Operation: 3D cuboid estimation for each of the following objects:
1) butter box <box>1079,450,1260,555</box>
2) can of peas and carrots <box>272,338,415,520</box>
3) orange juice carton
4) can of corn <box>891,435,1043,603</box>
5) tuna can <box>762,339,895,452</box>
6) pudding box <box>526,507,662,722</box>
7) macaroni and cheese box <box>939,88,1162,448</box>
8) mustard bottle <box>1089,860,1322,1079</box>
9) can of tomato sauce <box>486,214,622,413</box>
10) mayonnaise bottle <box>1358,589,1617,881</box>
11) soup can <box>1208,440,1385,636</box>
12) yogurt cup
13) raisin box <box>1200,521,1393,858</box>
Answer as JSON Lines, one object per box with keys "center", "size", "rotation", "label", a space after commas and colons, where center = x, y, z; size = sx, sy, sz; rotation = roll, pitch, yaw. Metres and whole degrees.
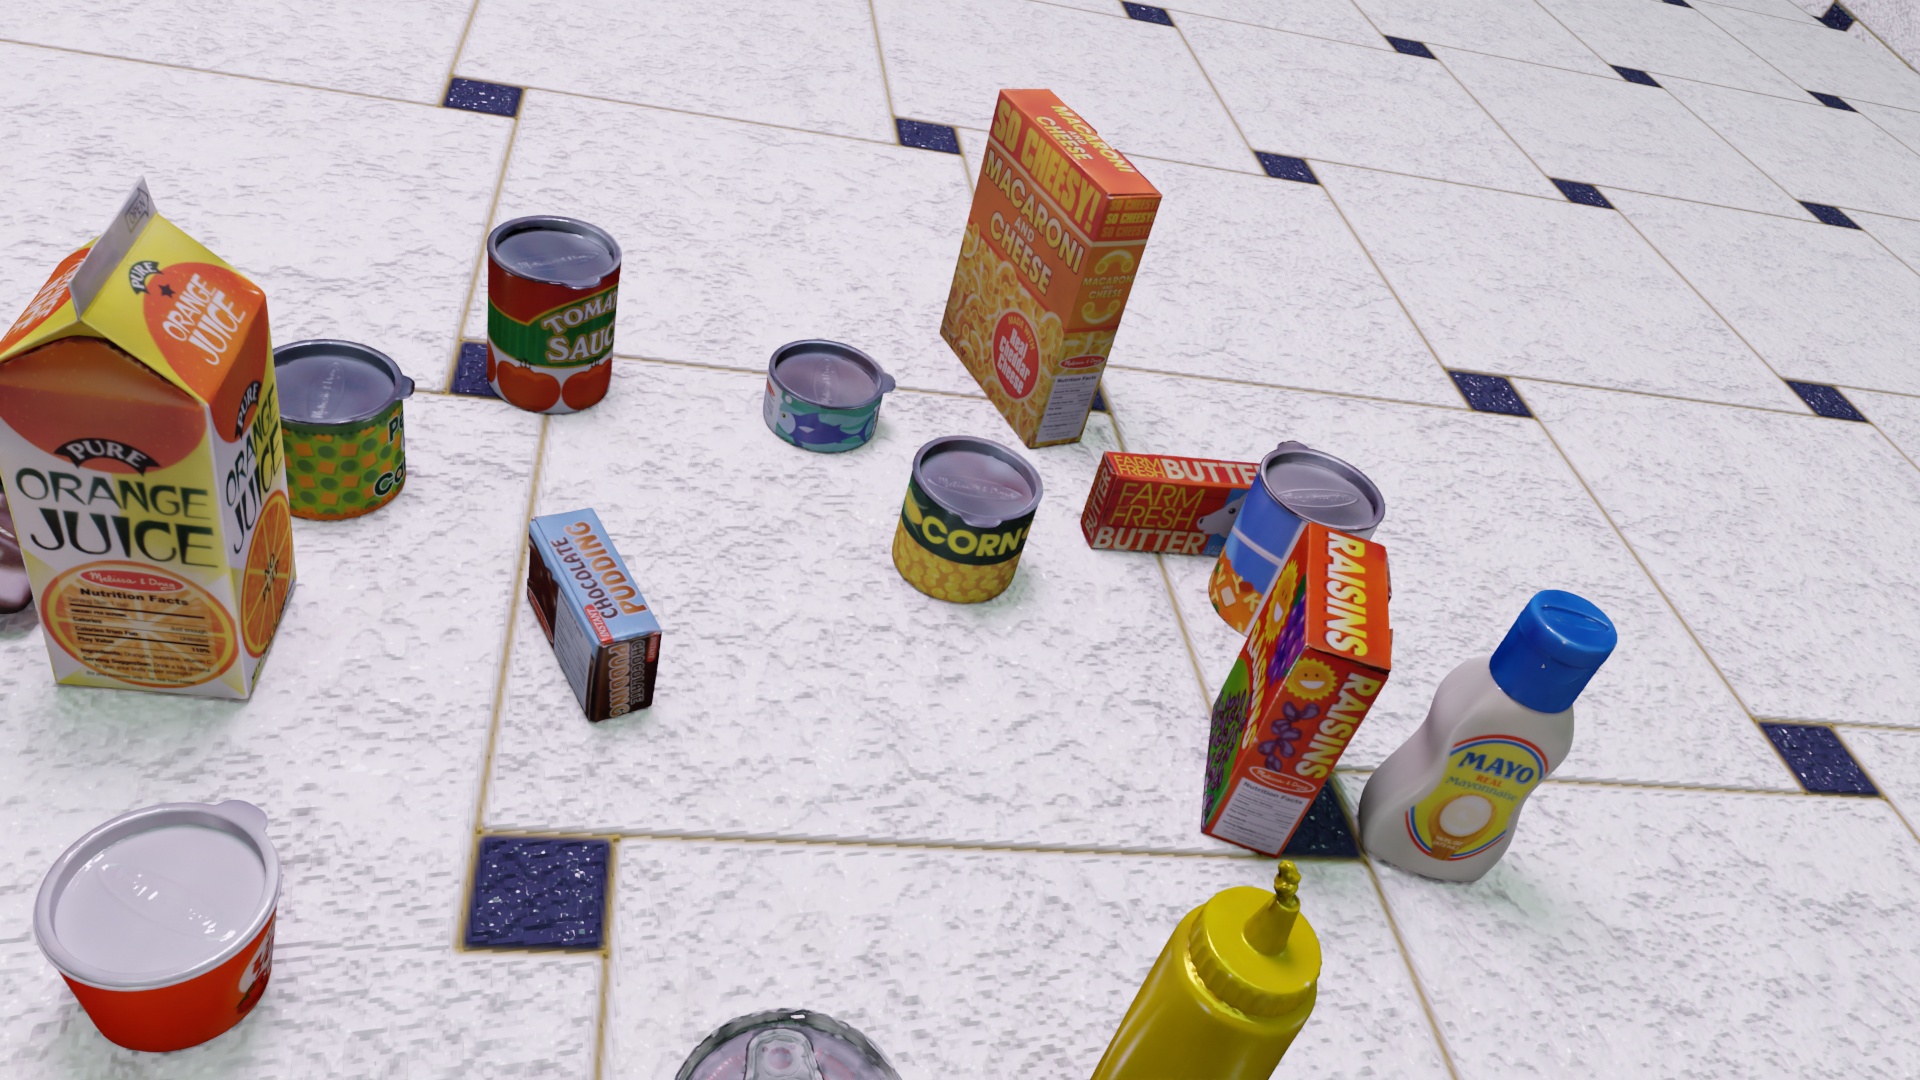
{"center": [0.121, -0.019, 0.756], "size": [0.103, 0.052, 0.024], "rotation": [4, 41, -15], "label": "butter box"}
{"center": [-0.291, -0.052, 0.646], "size": [0.071, 0.058, 0.071], "rotation": [10, 39, -8], "label": "can of peas and carrots"}
{"center": [-0.300, -0.033, 0.514], "size": [0.073, 0.191, 0.072], "rotation": [7, 40, -12], "label": "orange juice carton"}
{"center": [0.002, -0.009, 0.698], "size": [0.071, 0.058, 0.071], "rotation": [10, 39, -8], "label": "can of corn"}
{"center": [-0.074, -0.081, 0.777], "size": [0.071, 0.032, 0.071], "rotation": [10, 39, -8], "label": "tuna can"}
{"center": [-0.160, 0.031, 0.601], "size": [0.030, 0.049, 0.084], "rotation": [-13, 48, -32], "label": "pudding box"}
{"center": [0.047, -0.157, 0.804], "size": [0.040, 0.165, 0.124], "rotation": [-9, 46, -28], "label": "macaroni and cheese box"}
{"center": [0.080, 0.157, 0.449], "size": [0.049, 0.159, 0.065], "rotation": [30, 41, 16], "label": "mustard bottle"}
{"center": [-0.214, -0.117, 0.732], "size": [0.071, 0.082, 0.071], "rotation": [10, 39, -8], "label": "can of tomato sauce"}
{"center": [0.226, 0.085, 0.595], "size": [0.065, 0.147, 0.041], "rotation": [16, 39, -1], "label": "mayonnaise bottle"}
{"center": [0.173, 0.002, 0.725], "size": [0.071, 0.083, 0.072], "rotation": [10, 39, -8], "label": "soup can"}
{"center": [-0.256, 0.128, 0.450], "size": [0.072, 0.053, 0.073], "rotation": [10, 39, -8], "label": "yogurt cup"}
{"center": [0.146, 0.066, 0.609], "size": [0.040, 0.122, 0.086], "rotation": [18, 39, 2], "label": "raisin box"}
